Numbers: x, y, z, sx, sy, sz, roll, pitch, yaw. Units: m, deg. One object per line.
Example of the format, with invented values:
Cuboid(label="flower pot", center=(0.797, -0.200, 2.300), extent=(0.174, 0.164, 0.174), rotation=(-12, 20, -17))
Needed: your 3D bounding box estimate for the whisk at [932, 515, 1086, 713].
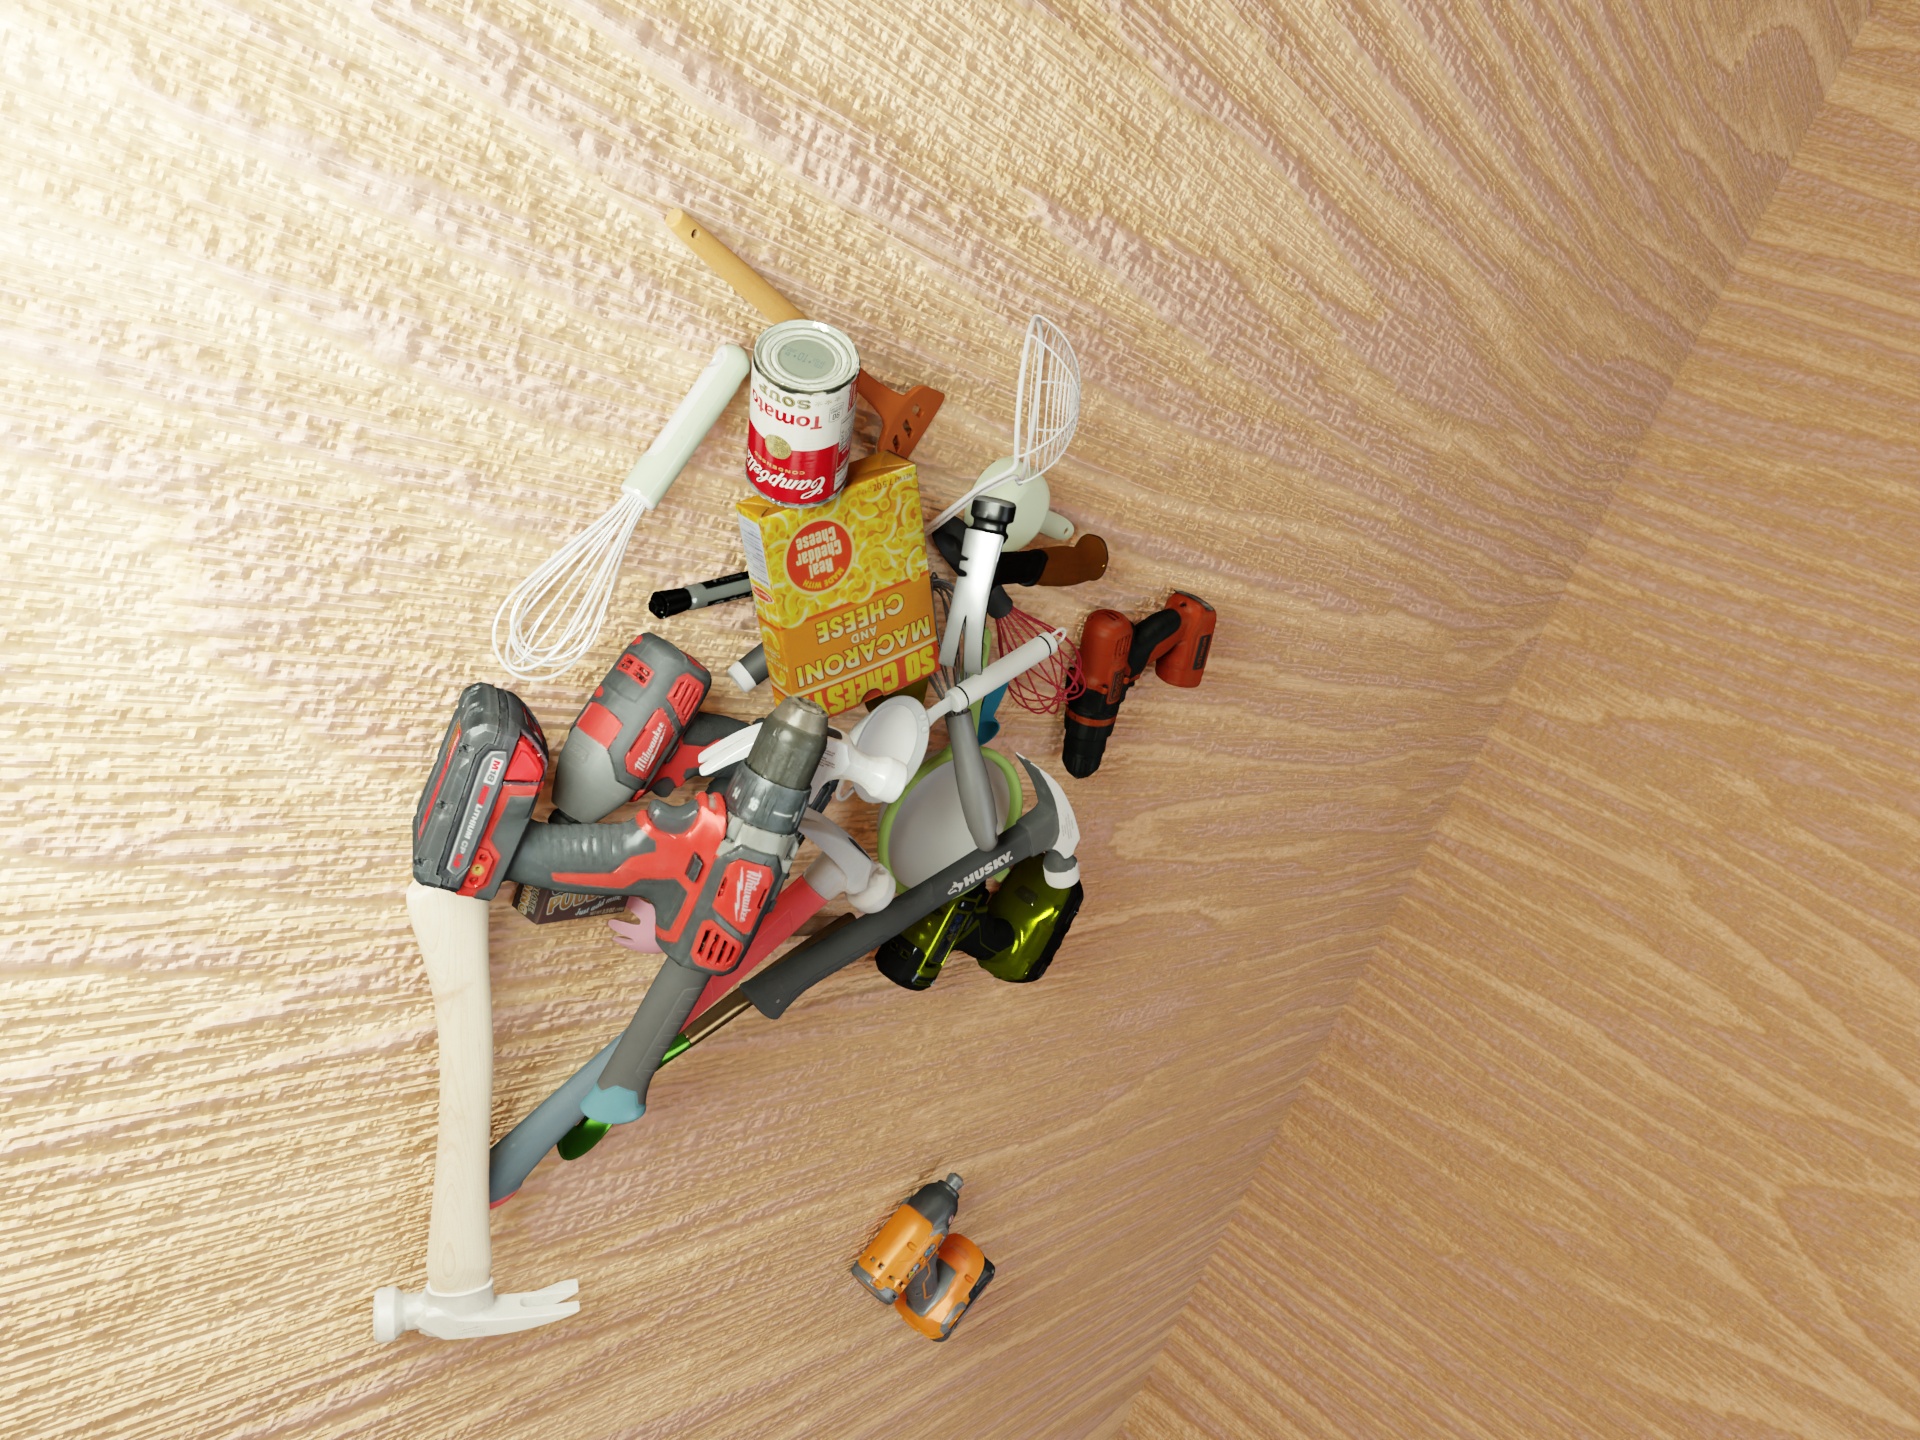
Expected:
Cuboid(label="whisk", center=(0.040, -0.086, 1.357), extent=(0.073, 0.073, 0.295), rotation=(-53, 144, -11))

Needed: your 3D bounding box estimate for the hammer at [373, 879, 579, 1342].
Cuboid(label="hammer", center=(-0.331, 0.270, 1.092), extent=(0.146, 0.038, 0.410), rotation=(0, 119, -18))

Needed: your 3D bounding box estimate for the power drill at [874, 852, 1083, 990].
Cuboid(label="power drill", center=(0.026, 0.184, 1.569), extent=(0.223, 0.080, 0.171), rotation=(18, 102, -57))

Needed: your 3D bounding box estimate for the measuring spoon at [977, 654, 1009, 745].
Cuboid(label="measuring spoon", center=(0.023, -0.021, 1.401), extent=(0.042, 0.021, 0.128), rotation=(-13, 146, -26))

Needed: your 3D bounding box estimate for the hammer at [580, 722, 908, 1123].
Cuboid(label="hammer", center=(-0.169, 0.143, 1.087), extent=(0.128, 0.033, 0.331), rotation=(25, 105, -20))

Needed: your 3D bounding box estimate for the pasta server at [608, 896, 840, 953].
Cuboid(label="pasta server", center=(-0.172, 0.165, 1.303), extent=(0.060, 0.040, 0.316), rotation=(-62, 154, 7))

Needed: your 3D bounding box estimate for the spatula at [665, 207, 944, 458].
Cuboid(label="spatula", center=(-0.094, -0.245, 1.045), extent=(0.081, 0.041, 0.322), rotation=(-57, 147, 1))

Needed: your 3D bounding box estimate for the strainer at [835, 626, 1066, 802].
Cuboid(label="strainer", center=(-0.010, -0.012, 1.239), extent=(0.258, 0.050, 0.086), rotation=(-32, 133, -29))

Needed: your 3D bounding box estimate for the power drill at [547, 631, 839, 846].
Cuboid(label="power drill", center=(-0.190, 0.040, 1.110), extent=(0.143, 0.079, 0.219), rotation=(-57, 148, -4))

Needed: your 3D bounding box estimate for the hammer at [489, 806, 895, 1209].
Cuboid(label="hammer", center=(-0.225, 0.214, 1.155), extent=(0.386, 0.038, 0.143), rotation=(-41, 142, 1))

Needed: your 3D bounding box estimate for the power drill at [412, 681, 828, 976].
Cuboid(label="power drill", center=(-0.201, 0.048, 0.978), extent=(0.226, 0.080, 0.188), rotation=(20, 103, -25))

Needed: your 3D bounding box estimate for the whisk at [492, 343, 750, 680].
Cuboid(label="whisk", center=(-0.201, -0.129, 0.966), extent=(0.059, 0.058, 0.246), rotation=(40, 77, -36))

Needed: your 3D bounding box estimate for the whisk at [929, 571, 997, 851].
Cuboid(label="whisk", center=(-0.001, -0.004, 1.294), extent=(0.055, 0.055, 0.239), rotation=(-26, 110, -43))

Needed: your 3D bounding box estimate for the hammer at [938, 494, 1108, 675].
Cuboid(label="hammer", center=(0.063, -0.116, 1.284), extent=(0.337, 0.034, 0.127), rotation=(-20, 124, -70))

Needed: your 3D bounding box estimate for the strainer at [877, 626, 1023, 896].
Cuboid(label="strainer", center=(-0.016, 0.032, 1.377), extent=(0.151, 0.069, 0.256), rotation=(-7, 115, -36))

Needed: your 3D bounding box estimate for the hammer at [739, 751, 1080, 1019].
Cuboid(label="hammer", center=(-0.039, 0.152, 1.351), extent=(0.335, 0.035, 0.146), rotation=(-29, 128, -23))

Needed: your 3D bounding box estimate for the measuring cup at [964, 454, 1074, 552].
Cuboid(label="measuring cup", center=(0.065, -0.169, 1.337), extent=(0.167, 0.038, 0.083), rotation=(11, 107, -57))

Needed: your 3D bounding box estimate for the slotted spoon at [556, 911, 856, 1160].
Cuboid(label="slotted spoon", center=(-0.205, 0.248, 1.304), extent=(0.314, 0.031, 0.070), rotation=(-34, 143, -30))

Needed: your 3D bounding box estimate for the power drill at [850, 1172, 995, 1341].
Cuboid(label="power drill", center=(-0.032, 0.637, 1.894), extent=(0.164, 0.084, 0.226), rotation=(-48, 145, -19))

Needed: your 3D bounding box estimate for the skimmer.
Cuboid(label="skimmer", center=(-0.044, -0.161, 1.189), extent=(0.363, 0.090, 0.127), rotation=(-40, 161, -12))
